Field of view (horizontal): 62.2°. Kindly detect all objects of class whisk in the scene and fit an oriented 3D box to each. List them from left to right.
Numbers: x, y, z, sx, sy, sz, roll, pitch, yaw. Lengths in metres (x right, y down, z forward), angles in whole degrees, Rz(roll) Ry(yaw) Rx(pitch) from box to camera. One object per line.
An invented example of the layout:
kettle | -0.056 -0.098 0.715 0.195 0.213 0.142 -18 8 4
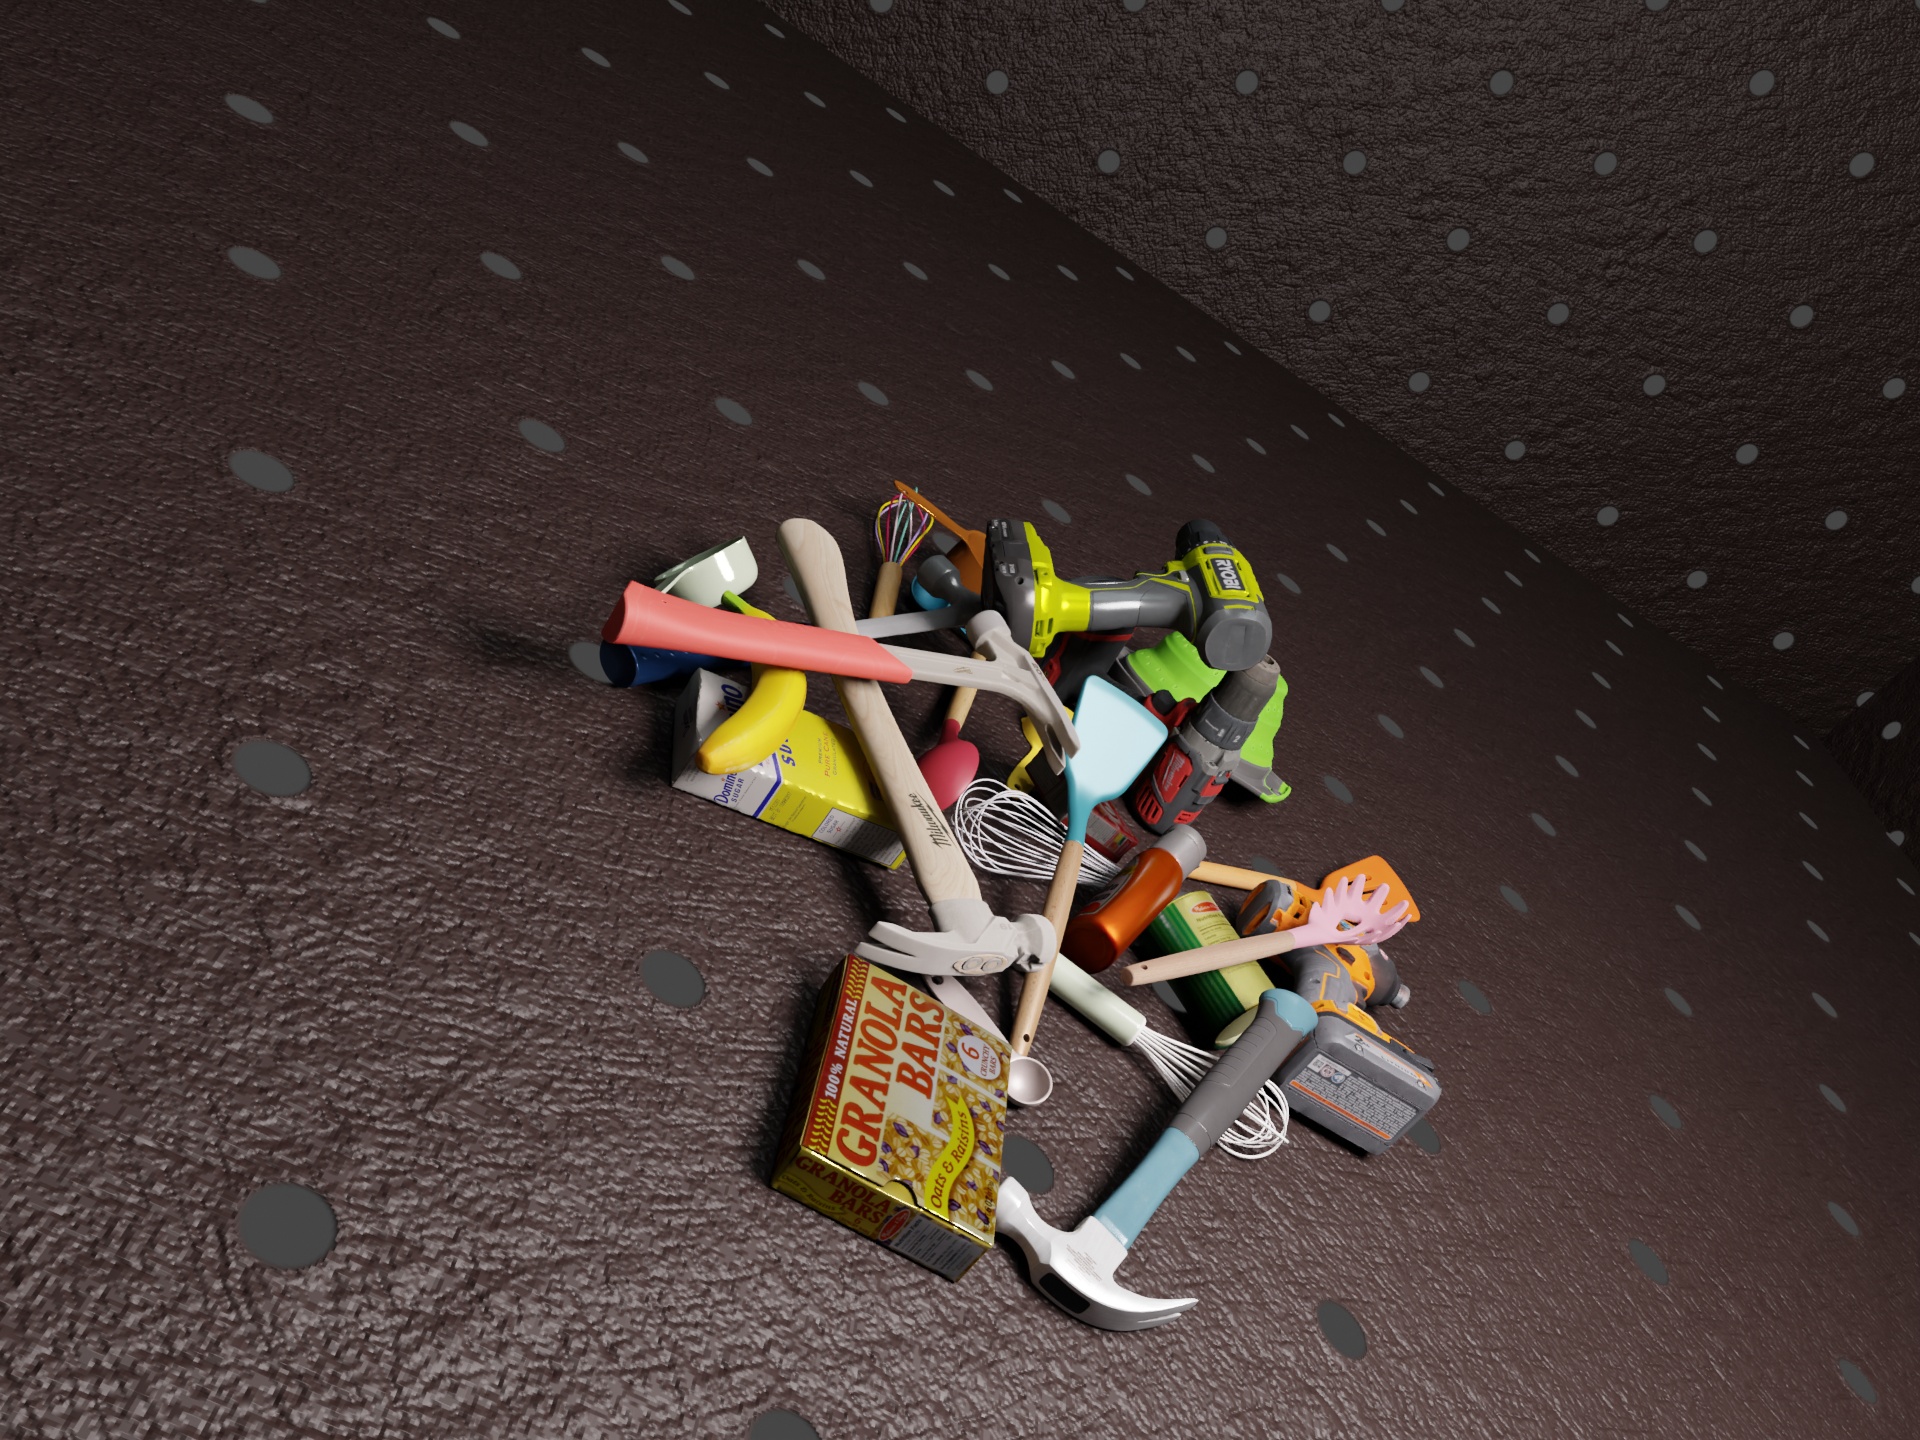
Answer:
whisk | -0.058 -0.148 1.459 0.047 0.051 0.245 35 30 -18
whisk | 0.106 0.119 1.241 0.284 0.070 0.070 26 30 -31
whisk | 0.130 0.225 1.124 0.246 0.058 0.059 37 -7 4

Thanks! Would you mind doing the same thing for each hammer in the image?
hammer | -0.102 -0.064 1.245 0.405 0.035 0.144 -12 51 -49
hammer | -0.076 -0.039 1.097 0.358 0.036 0.149 8 42 -40
hammer | -0.068 0.002 1.124 0.146 0.038 0.411 9 42 -39
hammer | 0.147 0.265 1.025 0.128 0.033 0.331 45 41 11

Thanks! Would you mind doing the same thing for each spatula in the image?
spatula | 0.081 0.105 1.142 0.082 0.044 0.318 35 47 -17
spatula | 0.286 0.141 1.428 0.322 0.041 0.081 14 37 -36

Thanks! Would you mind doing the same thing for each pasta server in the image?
pasta server | 0.232 0.162 1.190 0.316 0.040 0.060 -3 36 -43

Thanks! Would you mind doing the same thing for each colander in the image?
colander | 0.188 -0.082 1.563 0.397 0.094 0.204 41 17 14

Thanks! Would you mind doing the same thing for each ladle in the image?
ladle | -0.002 -0.004 1.304 0.031 0.069 0.315 58 18 -15

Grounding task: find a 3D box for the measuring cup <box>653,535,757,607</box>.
measuring cup | -0.201 -0.090 1.168 0.038 0.083 0.168 63 23 -15

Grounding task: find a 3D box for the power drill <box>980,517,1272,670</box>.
power drill | 0.135 -0.116 1.336 0.228 0.080 0.191 1 35 -5

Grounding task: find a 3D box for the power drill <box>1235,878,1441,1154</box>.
power drill | 0.310 0.235 1.275 0.164 0.084 0.227 31 24 -13

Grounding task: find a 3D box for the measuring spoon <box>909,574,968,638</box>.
measuring spoon | 0.002 -0.085 1.463 0.128 0.021 0.042 44 59 -7

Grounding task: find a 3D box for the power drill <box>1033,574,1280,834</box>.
power drill | 0.169 -0.035 1.405 0.080 0.187 0.227 -4 45 -44

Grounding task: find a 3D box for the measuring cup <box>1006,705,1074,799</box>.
measuring cup | 0.071 0.026 1.359 0.062 0.029 0.156 38 27 1

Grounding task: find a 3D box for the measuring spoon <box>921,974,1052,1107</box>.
measuring spoon | 0.013 0.207 1.043 0.034 0.018 0.124 -23 56 -35

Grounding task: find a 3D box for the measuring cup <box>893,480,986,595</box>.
measuring cup | -0.011 -0.154 1.487 0.173 0.052 0.095 37 26 -20
